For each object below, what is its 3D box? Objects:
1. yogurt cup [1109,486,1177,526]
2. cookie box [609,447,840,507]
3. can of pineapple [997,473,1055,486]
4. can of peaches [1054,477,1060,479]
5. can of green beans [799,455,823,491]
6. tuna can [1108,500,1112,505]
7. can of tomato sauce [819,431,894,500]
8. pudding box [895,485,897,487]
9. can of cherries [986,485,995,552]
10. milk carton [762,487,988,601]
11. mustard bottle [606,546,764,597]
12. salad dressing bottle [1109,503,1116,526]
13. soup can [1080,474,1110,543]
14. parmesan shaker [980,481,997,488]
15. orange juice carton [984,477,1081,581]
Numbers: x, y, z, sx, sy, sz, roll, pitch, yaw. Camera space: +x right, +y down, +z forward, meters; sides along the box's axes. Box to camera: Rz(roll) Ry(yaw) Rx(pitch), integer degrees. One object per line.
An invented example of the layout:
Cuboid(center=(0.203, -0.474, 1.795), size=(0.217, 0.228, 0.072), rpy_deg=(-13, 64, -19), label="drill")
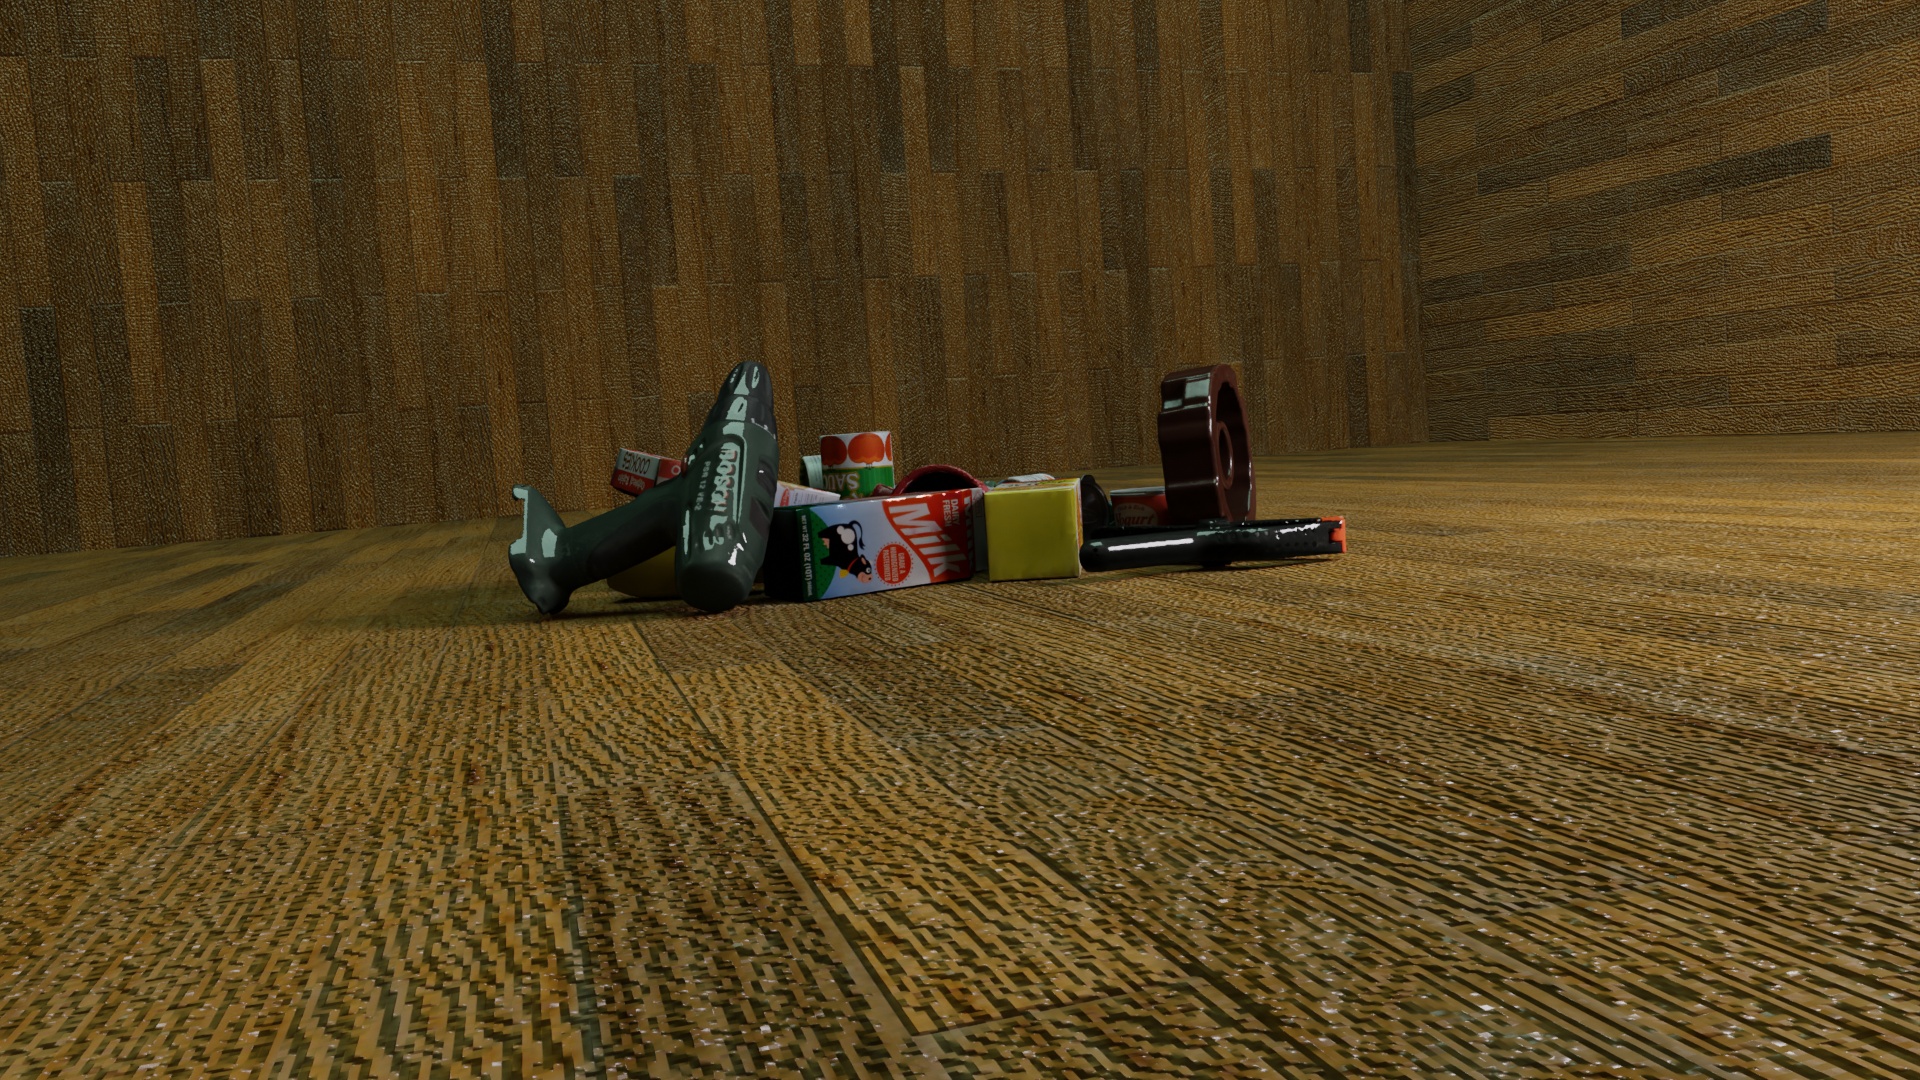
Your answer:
Cuboid(center=(0.175, -0.022, 1.300), size=(0.072, 0.054, 0.072), rpy_deg=(-4, 4, 0), label="yogurt cup")
Cuboid(center=(-0.210, -0.043, 1.229), size=(0.167, 0.040, 0.123), rpy_deg=(11, 1, -30), label="cookie box")
Cuboid(center=(0.074, -0.038, 1.543), size=(0.071, 0.071, 0.058), rpy_deg=(-1, 5, 39), label="can of pineapple")
Cuboid(center=(0.085, -0.043, 1.623), size=(0.071, 0.058, 0.071), rpy_deg=(-4, 3, 0), label="can of peaches")
Cuboid(center=(-0.121, -0.050, 1.333), size=(0.058, 0.071, 0.071), rpy_deg=(-6, 5, -15), label="can of green beans")
Cuboid(center=(0.134, -0.025, 1.505), size=(0.071, 0.033, 0.071), rpy_deg=(-4, 5, 0), label="tuna can")
Cuboid(center=(-0.095, -0.056, 1.265), size=(0.071, 0.083, 0.071), rpy_deg=(-4, 4, 0), label="can of tomato sauce")
Cuboid(center=(-0.076, -0.040, 1.410), size=(0.084, 0.030, 0.049), rpy_deg=(-4, 2, 3), label="pudding box")
Cuboid(center=(0.005, -0.016, 1.297), size=(0.071, 0.071, 0.058), rpy_deg=(0, 7, 44), label="can of cherries")
Cuboid(center=(-0.059, 0.000, 1.111), size=(0.191, 0.072, 0.073), rpy_deg=(-7, 4, -32), label="milk carton")
Cuboid(center=(-0.207, 0.015, 1.137), size=(0.160, 0.065, 0.049), rpy_deg=(2, 10, 3), label="mustard bottle")
Cuboid(center=(0.102, -0.022, 1.427), size=(0.064, 0.044, 0.147), rpy_deg=(-5, 5, -33), label="salad dressing bottle")
Cuboid(center=(0.089, -0.026, 1.314), size=(0.071, 0.071, 0.083), rpy_deg=(-8, 6, -43), label="soup can")
Cuboid(center=(-0.012, -0.028, 1.466), size=(0.103, 0.071, 0.071), rpy_deg=(-3, 4, 8), label="parmesan shaker")
Cuboid(center=(0.066, -0.013, 1.171), size=(0.073, 0.071, 0.193), rpy_deg=(-3, 5, 7), label="orange juice carton")
